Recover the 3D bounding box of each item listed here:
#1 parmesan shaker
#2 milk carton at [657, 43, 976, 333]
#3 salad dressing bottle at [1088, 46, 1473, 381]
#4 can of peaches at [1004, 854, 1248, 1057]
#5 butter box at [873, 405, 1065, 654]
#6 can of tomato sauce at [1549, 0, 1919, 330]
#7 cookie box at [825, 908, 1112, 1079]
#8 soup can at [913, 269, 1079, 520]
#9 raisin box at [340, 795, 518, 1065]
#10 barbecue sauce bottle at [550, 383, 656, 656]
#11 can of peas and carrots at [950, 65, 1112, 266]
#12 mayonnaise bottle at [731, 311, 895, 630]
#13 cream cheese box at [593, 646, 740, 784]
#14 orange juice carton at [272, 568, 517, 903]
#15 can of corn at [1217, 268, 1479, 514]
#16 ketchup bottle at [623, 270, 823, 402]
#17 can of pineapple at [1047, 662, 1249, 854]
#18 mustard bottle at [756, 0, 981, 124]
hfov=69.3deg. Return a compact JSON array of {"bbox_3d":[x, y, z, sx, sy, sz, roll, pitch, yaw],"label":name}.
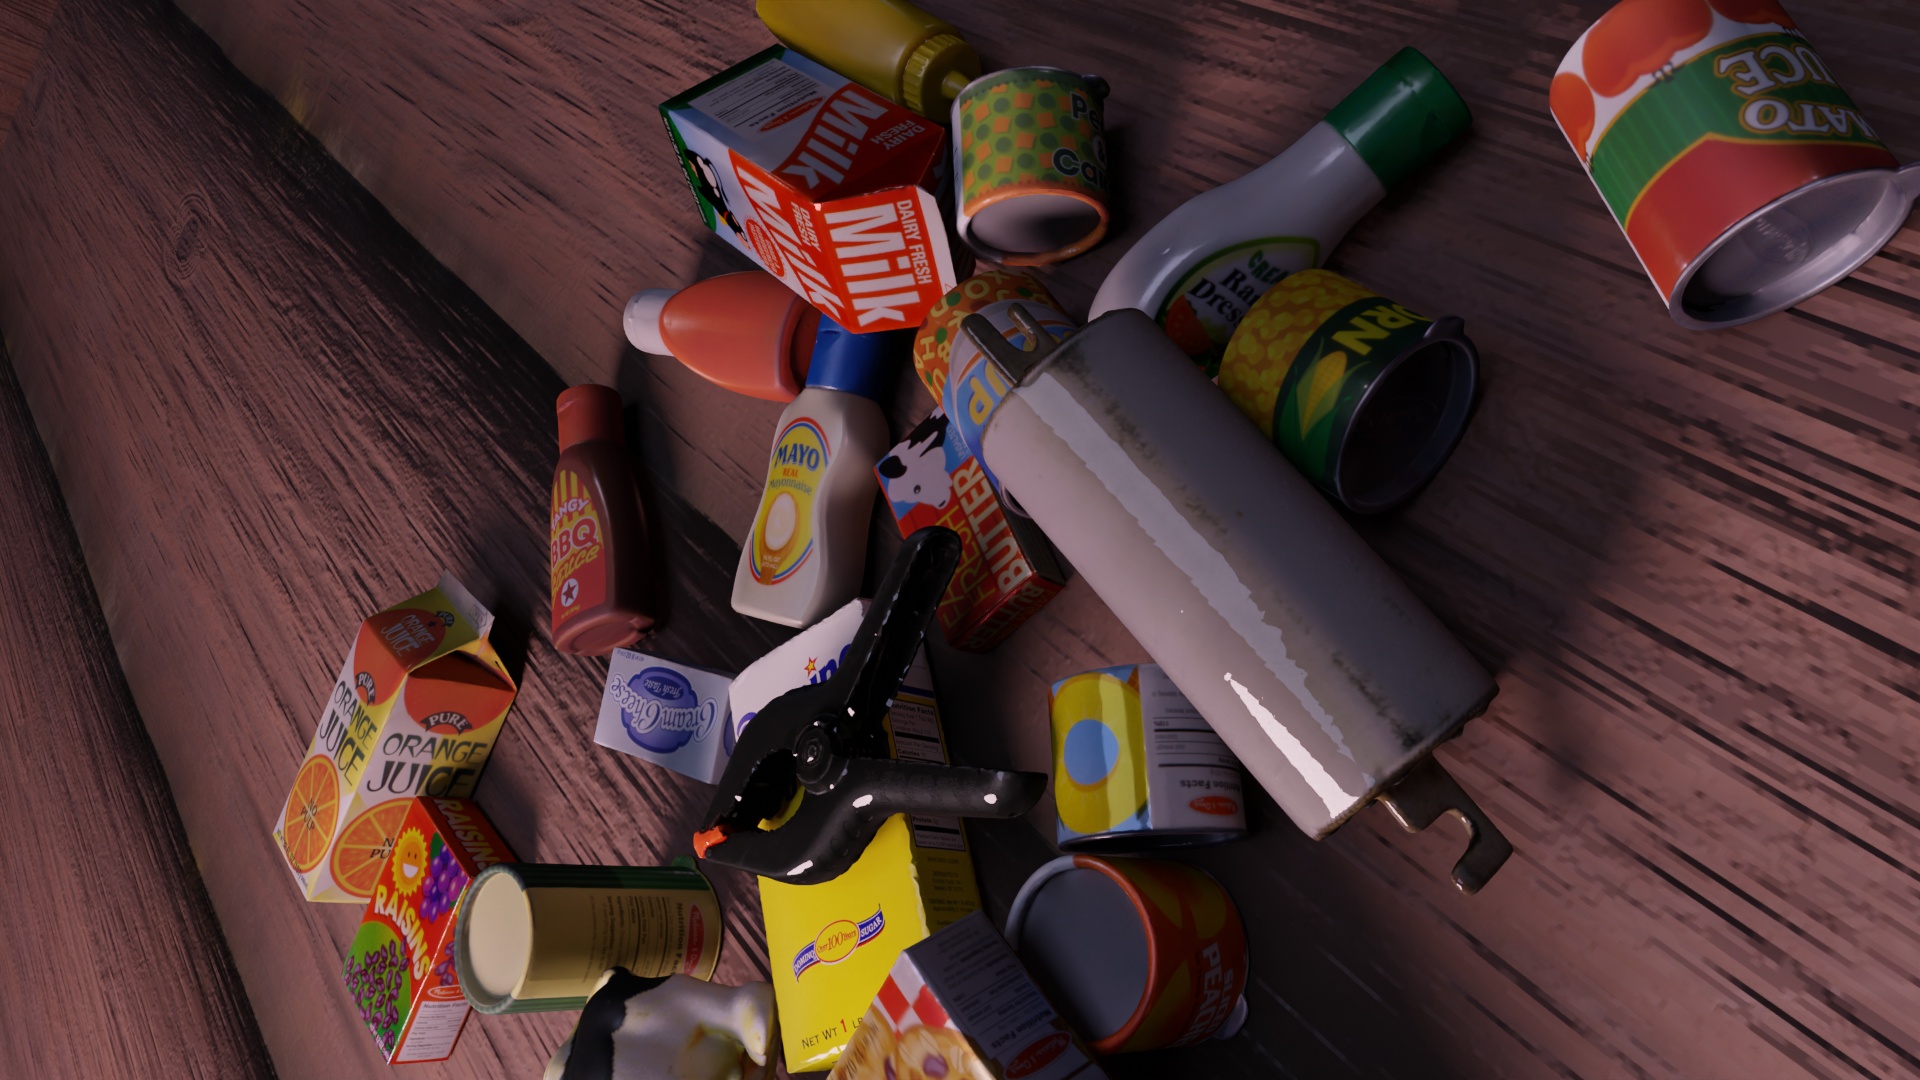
[{"bbox_3d":[-0.172,0.181,0.647,0.071,0.103,0.071,-13,70,39],"label":"parmesan shaker"},{"bbox_3d":[-0.058,-0.160,0.645,0.074,0.072,0.191,-34,46,-18],"label":"milk carton"},{"bbox_3d":[0.115,-0.114,0.506,0.147,0.064,0.044,-42,44,16],"label":"salad dressing bottle"},{"bbox_3d":[0.058,0.144,0.482,0.071,0.058,0.071,-13,69,39],"label":"can of peaches"},{"bbox_3d":[0.002,-0.008,0.598,0.053,0.024,0.104,-41,54,25],"label":"butter box"},{"bbox_3d":[0.222,-0.115,0.403,0.071,0.071,0.083,-33,57,31],"label":"can of tomato sauce"},{"bbox_3d":[0.024,0.226,0.457,0.168,0.040,0.122,48,133,27],"label":"cookie box"},{"bbox_3d":[0.026,-0.062,0.560,0.071,0.071,0.084,-49,51,21],"label":"soup can"},{"bbox_3d":[-0.302,0.221,0.796,0.086,0.040,0.123,33,102,43],"label":"raisin box"},{"bbox_3d":[-0.201,-0.015,0.769,0.064,0.043,0.149,-28,60,34],"label":"barbecue sauce bottle"},{"bbox_3d":[0.032,-0.157,0.586,0.071,0.071,0.059,-16,69,38],"label":"can of peas and carrots"},{"bbox_3d":[-0.064,-0.033,0.653,0.065,0.041,0.148,9,85,43],"label":"mayonnaise bottle"},{"bbox_3d":[-0.143,0.088,0.701,0.104,0.024,0.053,7,84,43],"label":"cream cheese box"},{"bbox_3d":[-0.330,0.115,0.827,0.072,0.073,0.192,33,100,42],"label":"orange juice carton"},{"bbox_3d":[0.130,-0.053,0.467,0.058,0.071,0.071,40,106,41],"label":"can of corn"},{"bbox_3d":[-0.122,-0.110,0.725,0.149,0.043,0.064,14,87,43],"label":"ketchup bottle"},{"bbox_3d":[0.064,0.078,0.491,0.071,0.071,0.058,-18,67,38],"label":"can of pineapple"},{"bbox_3d":[-0.034,-0.237,0.673,0.160,0.065,0.048,40,102,35],"label":"mustard bottle"}]
